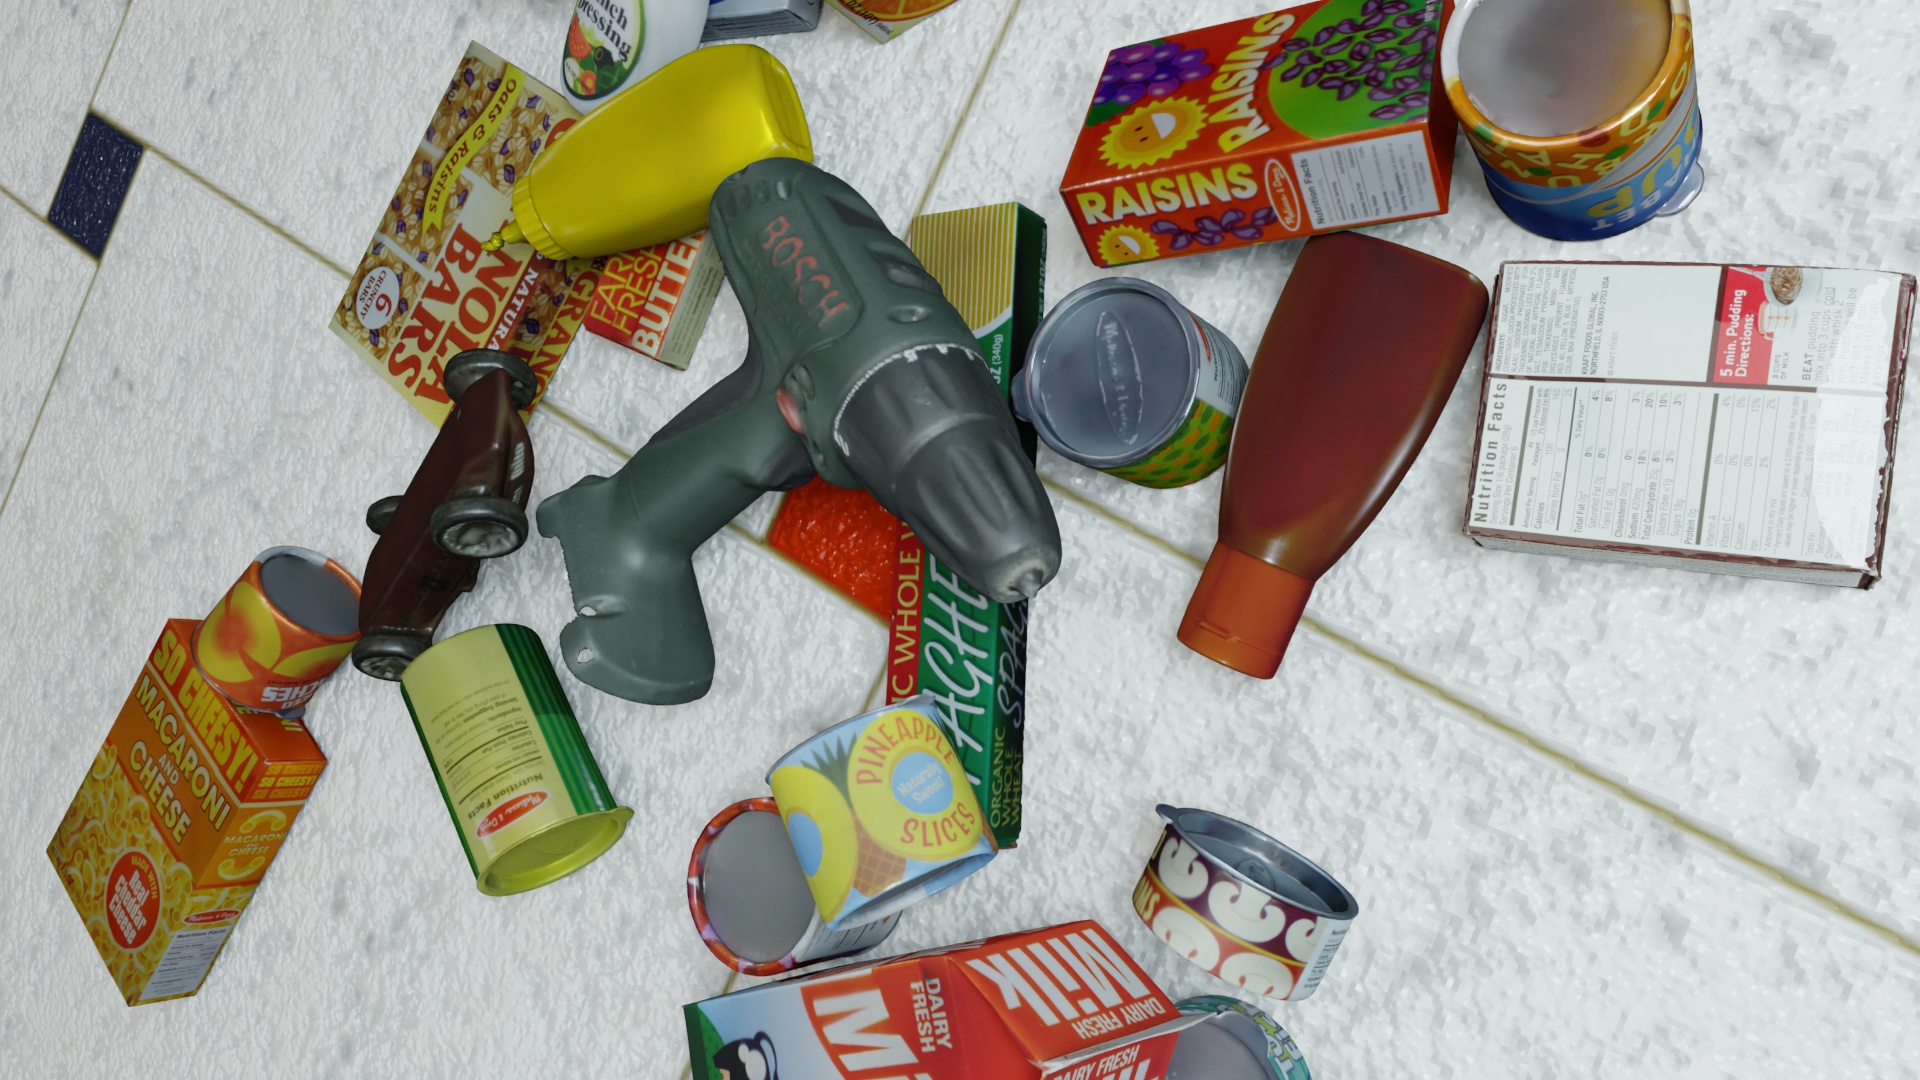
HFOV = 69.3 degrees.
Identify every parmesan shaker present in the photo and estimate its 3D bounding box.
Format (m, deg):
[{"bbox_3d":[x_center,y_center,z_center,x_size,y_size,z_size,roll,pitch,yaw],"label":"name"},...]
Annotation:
[{"bbox_3d":[-0.198,0.095,0.620,0.071,0.071,0.103,-40,65,19],"label":"parmesan shaker"}]

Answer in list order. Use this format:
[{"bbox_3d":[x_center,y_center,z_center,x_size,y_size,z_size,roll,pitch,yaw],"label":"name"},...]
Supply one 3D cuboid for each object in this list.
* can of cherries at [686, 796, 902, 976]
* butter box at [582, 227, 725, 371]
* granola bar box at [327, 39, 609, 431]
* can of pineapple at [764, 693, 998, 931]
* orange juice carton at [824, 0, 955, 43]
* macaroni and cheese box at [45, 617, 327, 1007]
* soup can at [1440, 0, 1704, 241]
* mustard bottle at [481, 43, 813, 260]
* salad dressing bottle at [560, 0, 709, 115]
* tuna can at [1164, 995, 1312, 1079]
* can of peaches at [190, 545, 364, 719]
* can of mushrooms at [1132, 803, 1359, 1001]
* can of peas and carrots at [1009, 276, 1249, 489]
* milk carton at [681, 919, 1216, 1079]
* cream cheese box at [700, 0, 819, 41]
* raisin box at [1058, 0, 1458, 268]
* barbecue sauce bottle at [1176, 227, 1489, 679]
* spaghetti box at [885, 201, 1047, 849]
[{"bbox_3d":[-0.065,0.132,0.542,0.071,0.058,0.071,-4,81,29],"label":"can of cherries"},{"bbox_3d":[-0.132,-0.134,0.638,0.053,0.024,0.103,26,96,29],"label":"butter box"},{"bbox_3d":[-0.232,-0.145,0.687,0.124,0.039,0.165,37,101,28],"label":"granola bar box"},{"bbox_3d":[-0.026,0.095,0.485,0.071,0.071,0.058,-34,69,22],"label":"can of pineapple"},{"bbox_3d":[0.021,-0.283,0.545,0.192,0.072,0.073,-21,74,26],"label":"orange juice carton"},{"bbox_3d":[-0.422,0.144,0.754,0.124,0.040,0.166,40,103,28],"label":"macaroni and cheese box"},{"bbox_3d":[0.189,-0.134,0.421,0.071,0.084,0.071,-4,81,29],"label":"soup can"},{"bbox_3d":[-0.143,-0.158,0.601,0.160,0.049,0.065,-17,84,21],"label":"mustard bottle"},{"bbox_3d":[-0.131,-0.253,0.604,0.064,0.044,0.147,50,127,25],"label":"salad dressing bottle"},{"bbox_3d":[0.084,0.186,0.464,0.071,0.033,0.071,-4,81,29],"label":"tuna can"},{"bbox_3d":[-0.343,0.046,0.709,0.058,0.071,0.071,-44,65,17],"label":"can of peaches"},{"bbox_3d":[0.089,0.116,0.451,0.071,0.071,0.033,29,99,29],"label":"can of mushrooms"},{"bbox_3d":[0.062,-0.053,0.496,0.071,0.059,0.071,-5,81,30],"label":"can of peas and carrots"},{"bbox_3d":[-0.008,0.176,0.469,0.190,0.072,0.073,-25,71,40],"label":"milk carton"},{"bbox_3d":[-0.110,-0.262,0.644,0.104,0.024,0.053,6,87,30],"label":"cream cheese box"},{"bbox_3d":[0.104,-0.143,0.477,0.123,0.040,0.086,-3,51,29],"label":"raisin box"},{"bbox_3d":[0.119,-0.027,0.469,0.065,0.044,0.148,27,97,33],"label":"barbecue sauce bottle"},{"bbox_3d":[0.002,-0.007,0.541,0.050,0.029,0.250,-1,82,30],"label":"spaghetti box"}]
